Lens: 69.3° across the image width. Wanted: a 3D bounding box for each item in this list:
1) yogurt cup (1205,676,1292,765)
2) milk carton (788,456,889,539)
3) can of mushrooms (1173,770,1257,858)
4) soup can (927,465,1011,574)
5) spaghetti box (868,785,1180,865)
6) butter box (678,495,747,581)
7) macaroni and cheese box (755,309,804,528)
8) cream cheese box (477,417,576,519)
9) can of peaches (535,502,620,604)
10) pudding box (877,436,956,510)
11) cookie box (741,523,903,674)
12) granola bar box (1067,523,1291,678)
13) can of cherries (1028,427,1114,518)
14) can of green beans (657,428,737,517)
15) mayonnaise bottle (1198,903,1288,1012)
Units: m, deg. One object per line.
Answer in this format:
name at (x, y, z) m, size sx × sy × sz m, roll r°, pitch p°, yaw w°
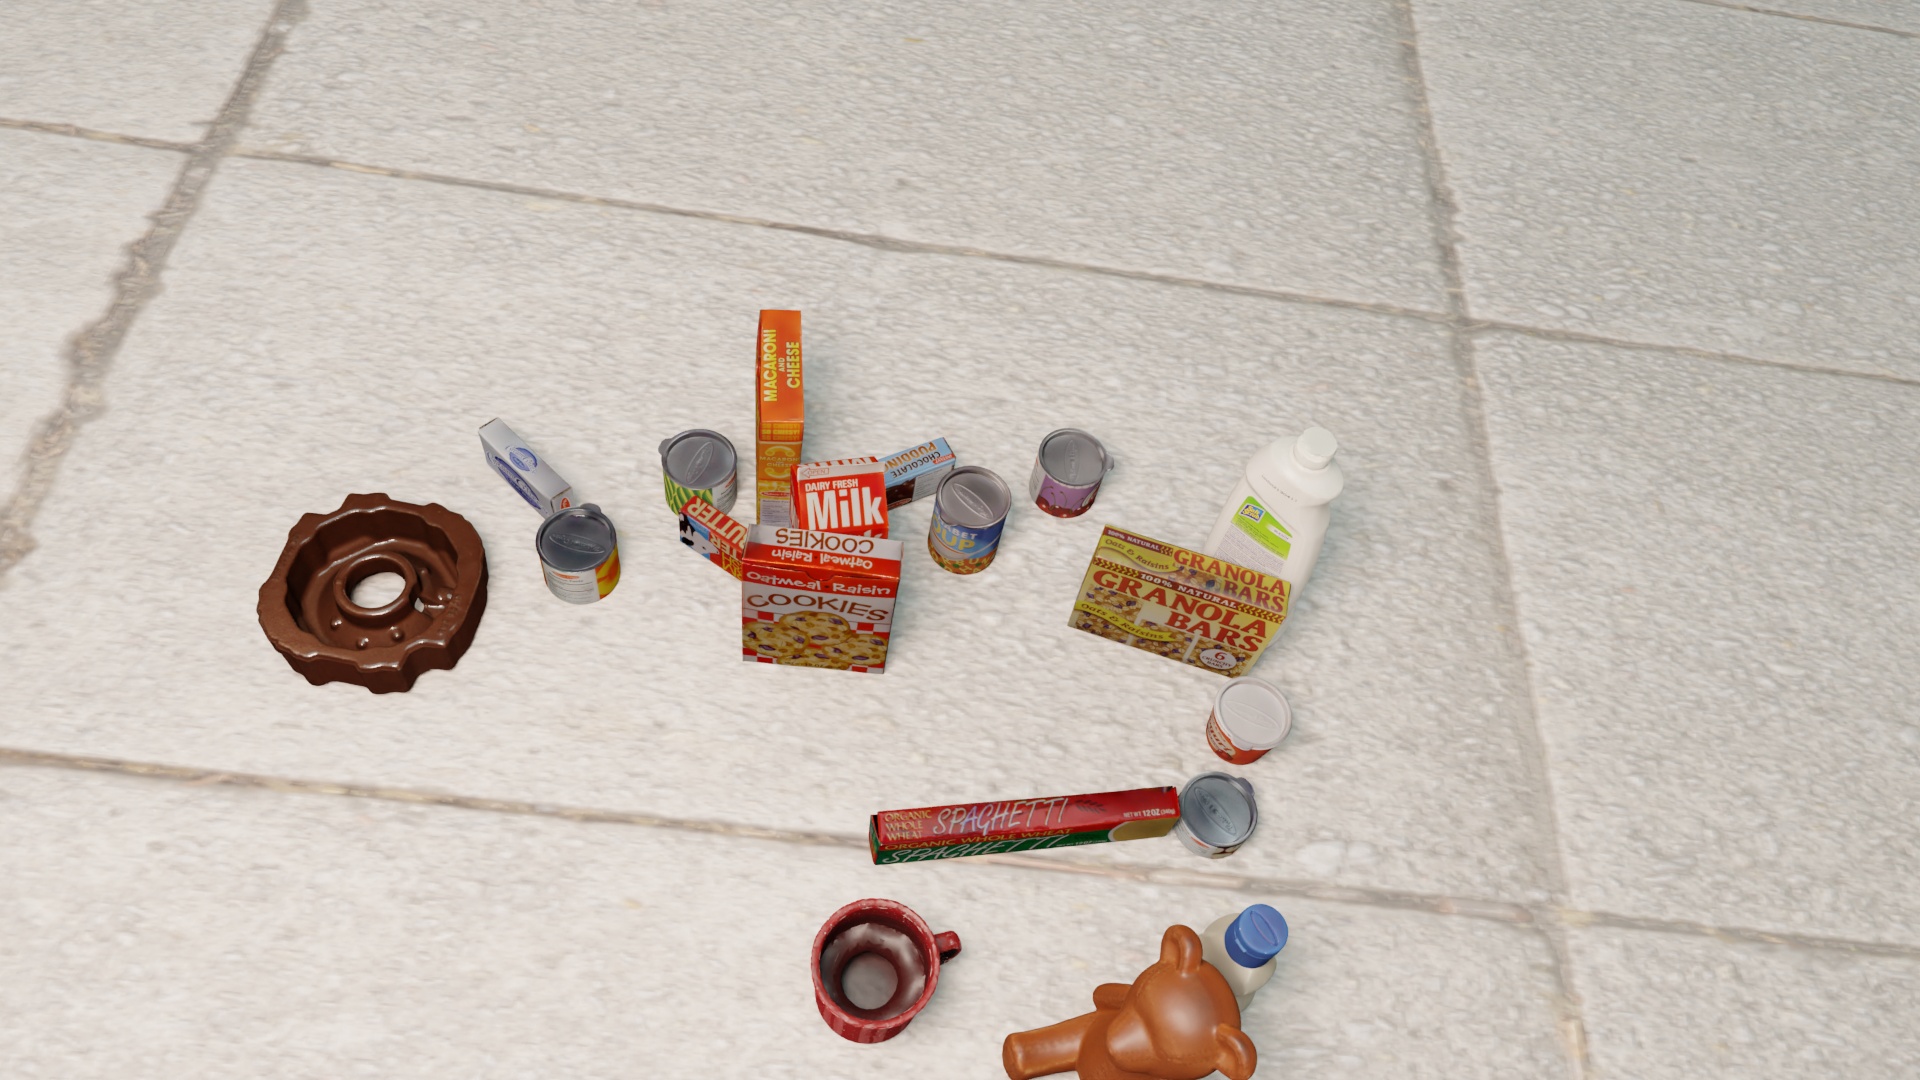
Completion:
yogurt cup at (0.244, 0.157, 1.192) m, size 0.072 × 0.053 × 0.073 m, roll 4°, pitch 57°, yaw -6°
milk carton at (-0.104, -0.009, 1.162) m, size 0.072 × 0.189 × 0.074 m, roll -6°, pitch 59°, yaw -12°
can of mushrooms at (0.212, 0.227, 1.154) m, size 0.071 × 0.033 × 0.071 m, roll 4°, pitch 57°, yaw -6°
soup can at (0.004, -0.016, 1.247) m, size 0.071 × 0.083 × 0.071 m, roll 4°, pitch 57°, yaw -6°
spaghetti box at (0.051, 0.229, 1.118) m, size 0.250 × 0.050 × 0.029 m, roll -3°, pitch 59°, yaw -11°
butter box at (-0.200, 0.007, 1.219) m, size 0.103 × 0.052 × 0.024 m, roll 32°, pitch 59°, yaw 12°
macaroni and cheese box at (-0.162, -0.104, 1.229) m, size 0.040 × 0.165 × 0.124 m, roll 0°, pitch 58°, yaw -9°
cream cheese box at (-0.384, -0.058, 1.232) m, size 0.104 × 0.053 × 0.024 m, roll 41°, pitch 61°, yaw 17°
can of peaches at (-0.326, 0.012, 1.193) m, size 0.071 × 0.057 × 0.071 m, roll 4°, pitch 57°, yaw -6°
pudding box at (-0.048, -0.060, 1.287) m, size 0.084 × 0.049 × 0.030 m, roll -22°, pitch 64°, yaw -21°
cookie box at (-0.116, 0.052, 1.135) m, size 0.123 × 0.166 × 0.040 m, roll 6°, pitch 57°, yaw -5°
granola bar box at (0.187, 0.055, 1.206) m, size 0.166 × 0.123 × 0.039 m, roll 18°, pitch 57°, yaw 3°
can of cherries at (0.104, -0.062, 1.307) m, size 0.071 × 0.058 × 0.072 m, roll 4°, pitch 57°, yaw -6°
can of green beans at (-0.235, -0.058, 1.252) m, size 0.071 × 0.057 × 0.071 m, roll 4°, pitch 57°, yaw -6°
mayonnaise bottle at (0.203, 0.310, 1.032) m, size 0.041 × 0.147 × 0.065 m, roll -26°, pitch 65°, yaw -22°
